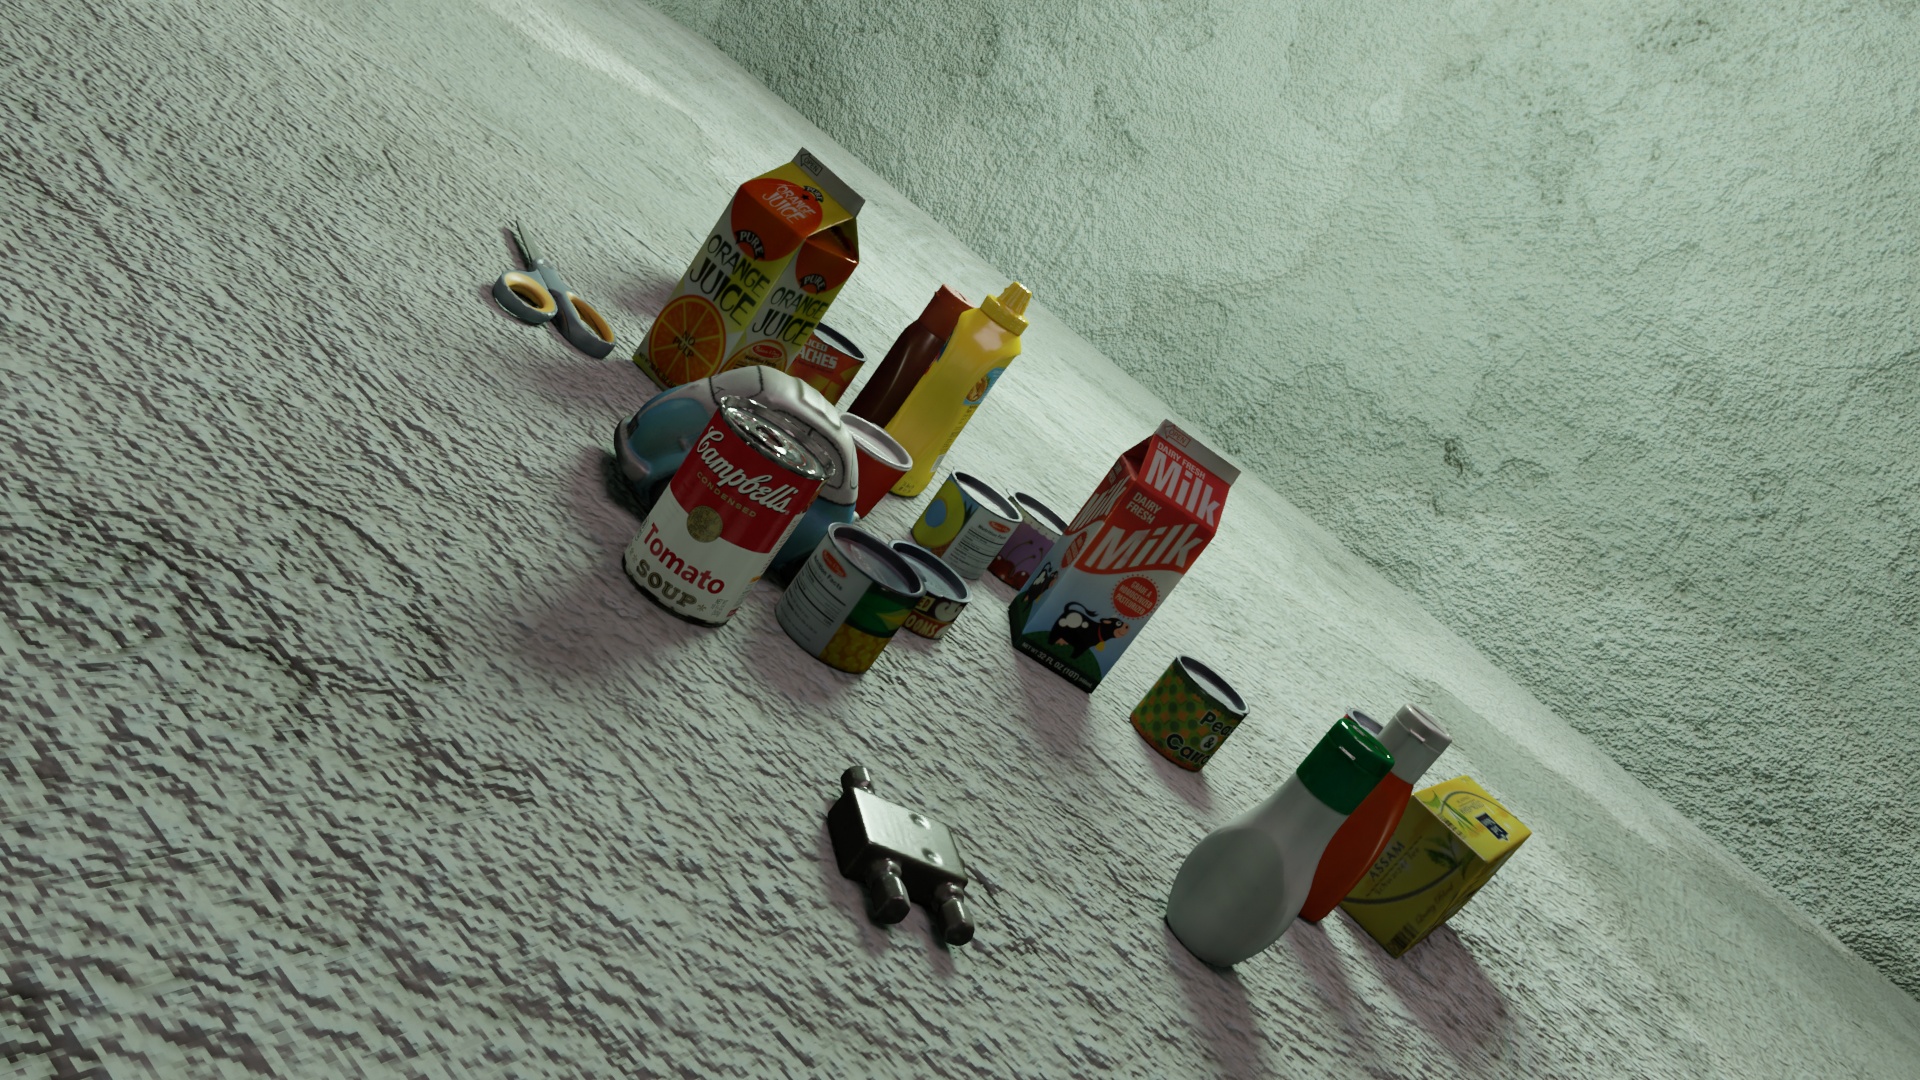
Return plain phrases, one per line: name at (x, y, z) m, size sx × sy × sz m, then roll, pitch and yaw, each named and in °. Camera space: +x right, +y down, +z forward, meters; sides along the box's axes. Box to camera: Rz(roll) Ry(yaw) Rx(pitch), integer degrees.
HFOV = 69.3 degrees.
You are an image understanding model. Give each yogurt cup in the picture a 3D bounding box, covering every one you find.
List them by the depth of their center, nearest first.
yogurt cup at (-0.077, -0.054, 1.016) m, size 0.072 × 0.053 × 0.072 m, roll 33°, pitch 15°, yaw -10°

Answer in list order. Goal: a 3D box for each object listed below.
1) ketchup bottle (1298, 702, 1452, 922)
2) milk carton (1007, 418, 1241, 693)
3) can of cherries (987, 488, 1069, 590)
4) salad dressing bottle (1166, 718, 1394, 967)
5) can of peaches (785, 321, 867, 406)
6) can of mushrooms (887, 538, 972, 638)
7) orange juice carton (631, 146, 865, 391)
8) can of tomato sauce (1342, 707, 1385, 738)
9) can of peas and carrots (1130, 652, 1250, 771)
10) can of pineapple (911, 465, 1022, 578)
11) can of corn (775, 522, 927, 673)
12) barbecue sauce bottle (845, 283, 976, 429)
ketchup bottle at (0.251, 0.170, 0.886) m, size 0.065 × 0.148 × 0.043 m, roll 41°, pitch 16°, yaw 18°
milk carton at (0.117, 0.007, 0.999) m, size 0.072 × 0.190 × 0.074 m, roll 33°, pitch 15°, yaw -12°
can of cherries at (0.050, 0.000, 1.124) m, size 0.071 × 0.058 × 0.072 m, roll 33°, pitch 15°, yaw -10°
salad dressing bottle at (0.172, 0.162, 0.745) m, size 0.064 × 0.147 × 0.044 m, roll 45°, pitch 17°, yaw 29°
can of peaches at (-0.124, -0.151, 1.192) m, size 0.071 × 0.058 × 0.071 m, roll 33°, pitch 15°, yaw -10°
can of mushrooms at (-0.028, 0.032, 0.908) m, size 0.071 × 0.033 × 0.071 m, roll 33°, pitch 16°, yaw -10°
orange juice carton at (-0.142, -0.181, 0.989) m, size 0.072 × 0.192 × 0.073 m, roll 43°, pitch 16°, yaw 23°
can of tomato sauce at (0.303, 0.183, 1.086) m, size 0.071 × 0.083 × 0.071 m, roll 34°, pitch 15°, yaw -10°
can of peas and carrots at (0.167, 0.126, 1.005) m, size 0.071 × 0.058 × 0.071 m, roll 33°, pitch 15°, yaw -10°
can of pineapple at (0.004, -0.013, 1.064) m, size 0.071 × 0.057 × 0.071 m, roll 33°, pitch 15°, yaw -10°
can of corn at (-0.061, 0.033, 0.789) m, size 0.071 × 0.058 × 0.071 m, roll 33°, pitch 15°, yaw -10°
barbecue sauce bottle at (-0.043, -0.150, 1.195) m, size 0.043 × 0.148 × 0.065 m, roll 30°, pitch 16°, yaw -24°
